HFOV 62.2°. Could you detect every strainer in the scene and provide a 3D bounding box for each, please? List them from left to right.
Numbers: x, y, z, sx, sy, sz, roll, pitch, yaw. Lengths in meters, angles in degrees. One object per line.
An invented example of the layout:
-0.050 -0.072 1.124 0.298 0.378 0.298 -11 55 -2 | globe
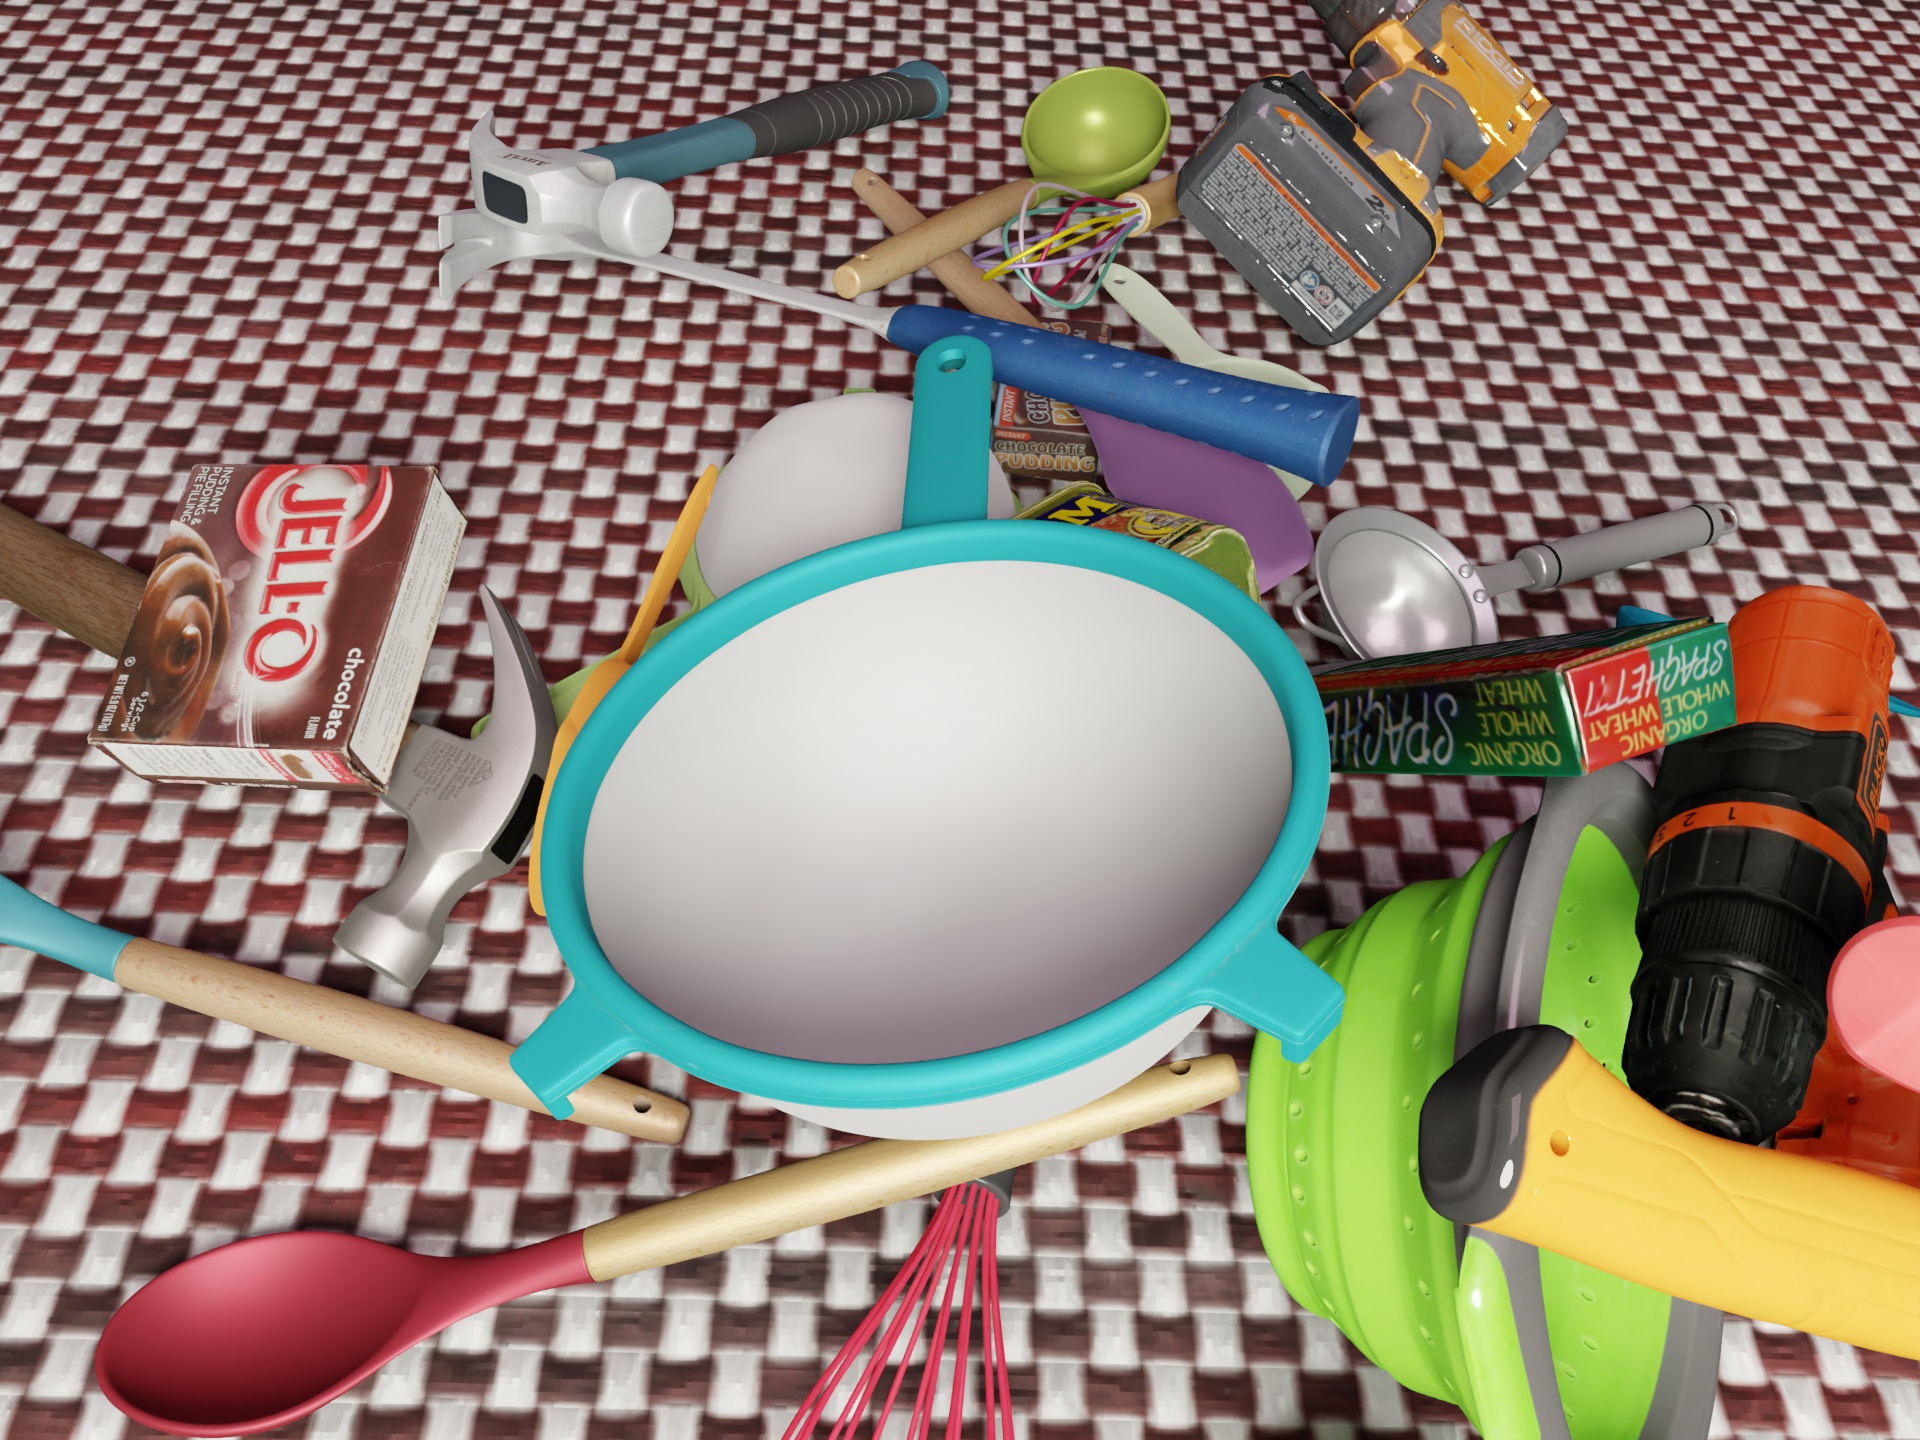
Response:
-0.079 -0.064 0.617 0.256 0.069 0.152 -33 60 -29 | strainer
-0.001 -0.002 0.499 0.211 0.095 0.341 -6 41 8 | strainer
0.232 -0.059 0.658 0.258 0.050 0.087 -15 71 -23 | strainer

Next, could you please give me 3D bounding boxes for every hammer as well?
-0.287 -0.031 0.586 0.331 0.031 0.130 25 70 19 | hammer
-0.101 -0.282 0.767 0.128 0.033 0.331 20 35 23 | hammer
-0.037 -0.167 0.668 0.406 0.035 0.144 20 30 21 | hammer
0.329 0.049 0.462 0.386 0.038 0.143 2 45 -42 | hammer
0.249 0.139 0.342 0.336 0.034 0.127 19 67 -12 | hammer

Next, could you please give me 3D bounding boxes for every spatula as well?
-0.239 0.088 0.511 0.317 0.044 0.082 16 50 3 | spatula
0.040 -0.160 0.699 0.060 0.018 0.316 -33 59 -13 | spatula

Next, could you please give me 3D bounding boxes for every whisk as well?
-0.002 0.153 0.453 0.073 0.073 0.296 13 45 6 | whisk
0.076 -0.237 0.754 0.051 0.047 0.245 39 37 6 | whisk

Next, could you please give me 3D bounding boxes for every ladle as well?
-0.076 0.137 0.436 0.315 0.031 0.069 -15 29 0 | ladle
0.021 -0.252 0.739 0.078 0.062 0.320 18 33 17 | ladle

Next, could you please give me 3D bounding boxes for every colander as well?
0.185 0.079 0.503 0.094 0.204 0.397 -5 22 37 | colander

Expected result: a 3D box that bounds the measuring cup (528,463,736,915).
-0.092 -0.009 0.543 0.052 0.095 0.174 17 68 1 | measuring cup

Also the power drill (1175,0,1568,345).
0.198 -0.312 0.807 0.185 0.084 0.226 45 55 -3 | power drill

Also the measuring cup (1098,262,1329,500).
0.105 -0.154 0.730 0.083 0.038 0.168 -18 51 -18 | measuring cup

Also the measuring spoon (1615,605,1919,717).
0.326 -0.016 0.646 0.128 0.021 0.042 18 21 0 | measuring spoon
